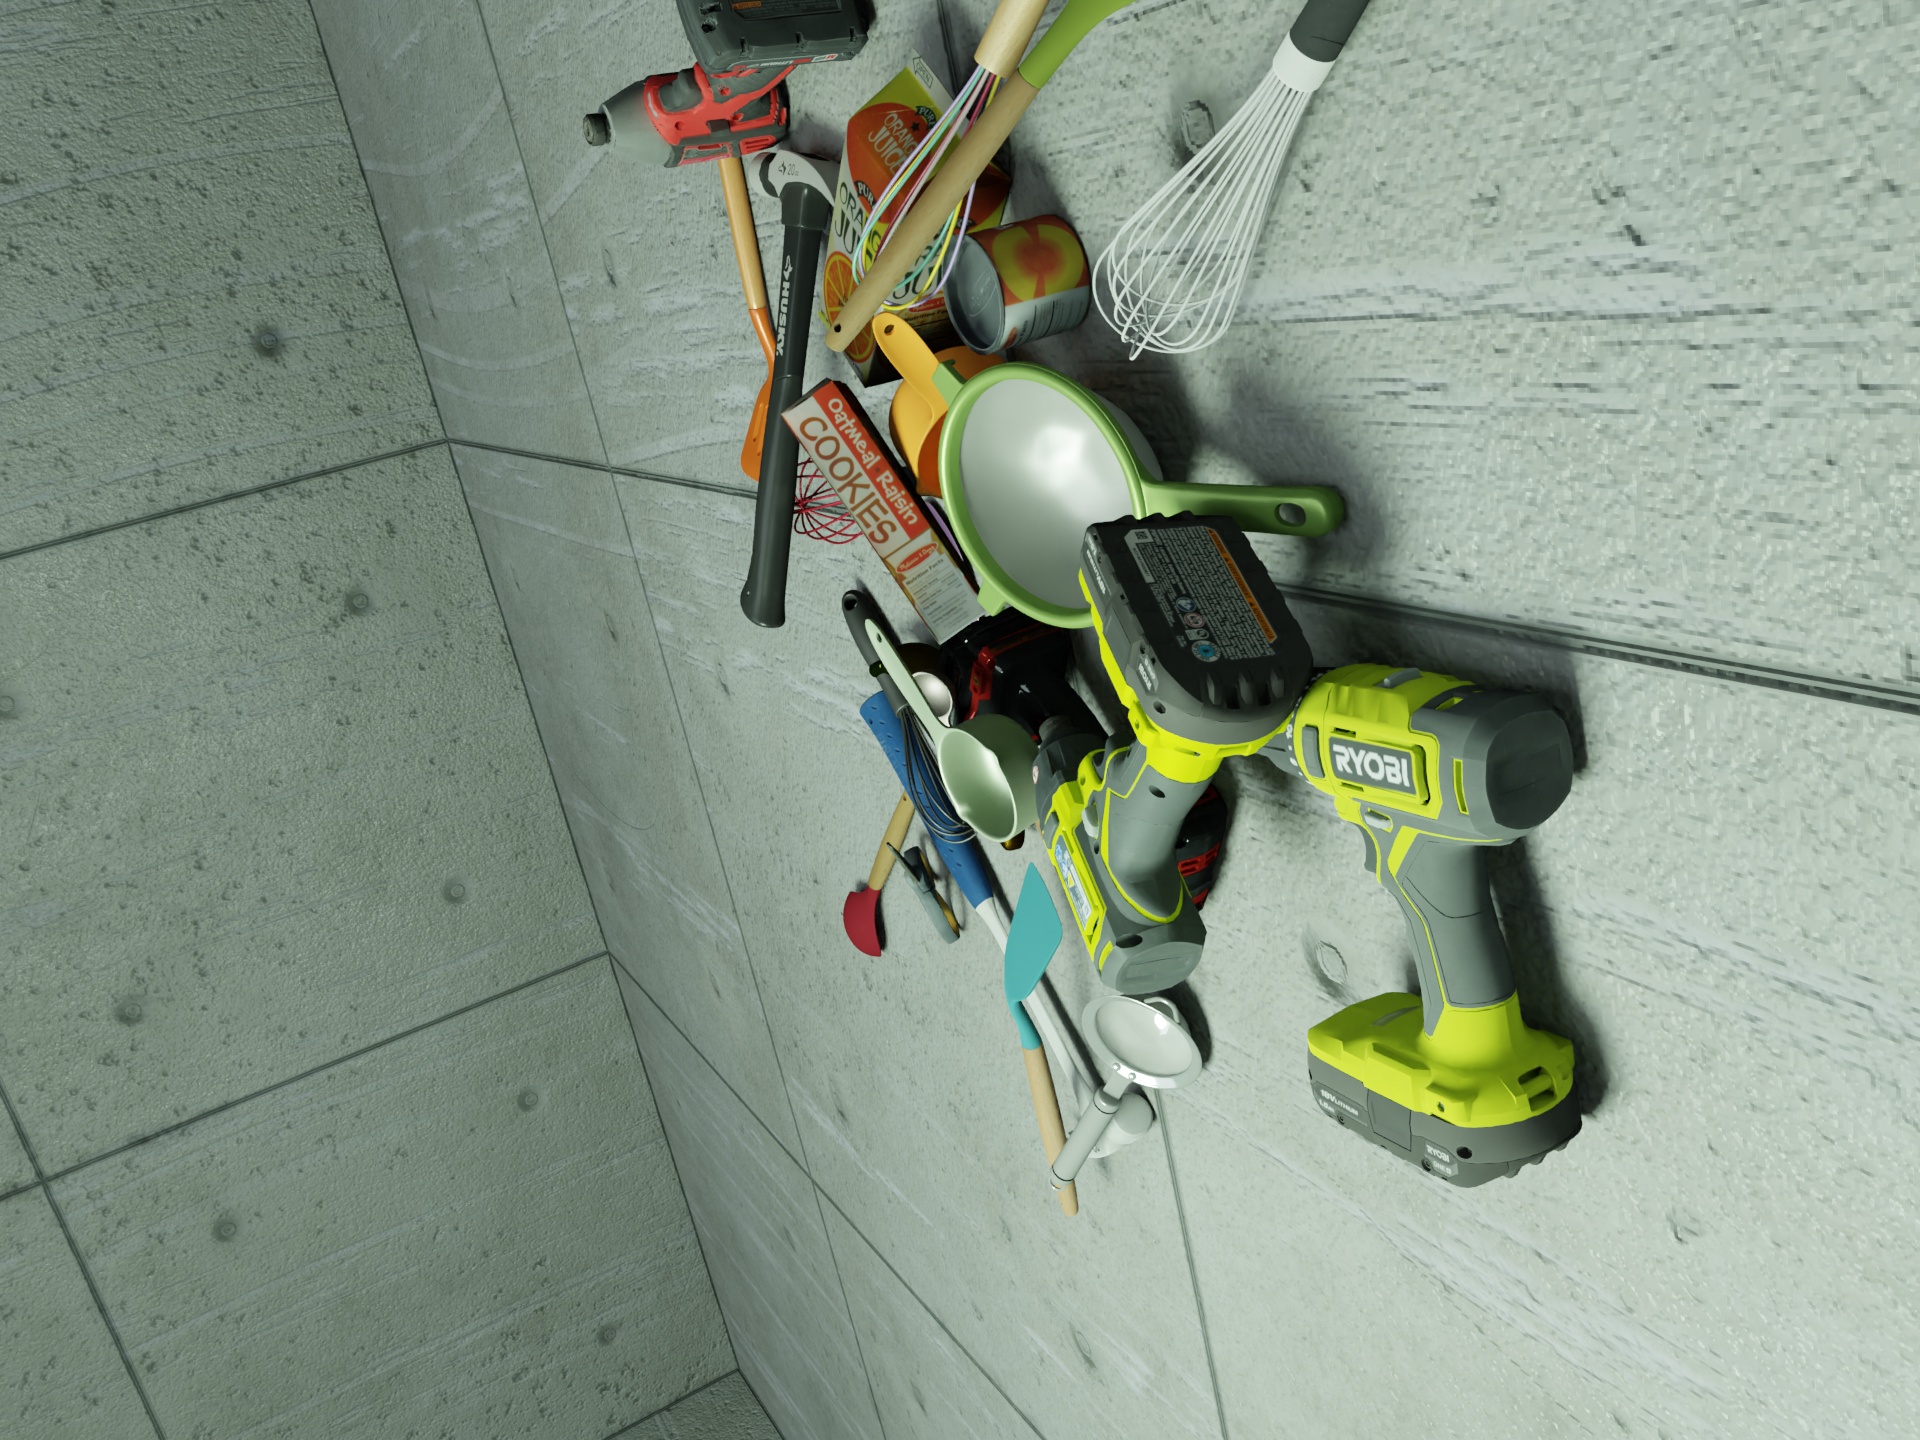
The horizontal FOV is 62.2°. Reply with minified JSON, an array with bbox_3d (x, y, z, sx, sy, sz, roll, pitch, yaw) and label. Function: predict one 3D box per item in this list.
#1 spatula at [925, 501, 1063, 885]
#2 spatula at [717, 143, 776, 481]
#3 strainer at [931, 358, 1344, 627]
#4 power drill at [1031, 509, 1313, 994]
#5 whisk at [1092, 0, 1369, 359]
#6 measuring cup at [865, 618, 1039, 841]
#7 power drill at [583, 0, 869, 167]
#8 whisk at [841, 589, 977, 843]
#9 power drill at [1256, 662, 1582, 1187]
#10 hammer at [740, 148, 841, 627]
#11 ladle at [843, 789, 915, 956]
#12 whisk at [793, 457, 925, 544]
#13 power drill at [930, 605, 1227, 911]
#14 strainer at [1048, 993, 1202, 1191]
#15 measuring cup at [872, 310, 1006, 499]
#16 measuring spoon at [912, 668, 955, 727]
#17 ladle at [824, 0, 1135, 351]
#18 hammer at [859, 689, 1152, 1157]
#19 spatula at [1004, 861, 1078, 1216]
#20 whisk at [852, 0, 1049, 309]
[{"bbox_3d":[0.030,-0.008,1.129,0.316,0.018,0.060,68,154,5],"label":"spatula"},{"bbox_3d":[-0.174,-0.350,1.262,0.081,0.041,0.322,31,135,56],"label":"spatula"},{"bbox_3d":[0.100,-0.125,0.845,0.256,0.069,0.151,11,122,43],"label":"strainer"},{"bbox_3d":[0.090,0.009,0.808,0.223,0.080,0.171,103,154,-46],"label":"power drill"},{"bbox_3d":[0.131,-0.253,0.671,0.070,0.070,0.284,61,150,17],"label":"whisk"},{"bbox_3d":[-0.002,-0.003,0.979,0.168,0.038,0.083,55,151,18],"label":"measuring cup"},{"bbox_3d":[-0.159,-0.428,1.041,0.220,0.143,0.078,-10,97,64],"label":"power drill"},{"bbox_3d":[-0.043,-0.008,1.255,0.239,0.055,0.055,63,156,25],"label":"whisk"},{"bbox_3d":[0.205,0.083,0.754,0.191,0.080,0.228,16,121,62],"label":"power drill"},{"bbox_3d":[-0.122,-0.230,1.136,0.146,0.035,0.334,31,119,53],"label":"hammer"},{"bbox_3d":[-0.072,0.139,1.463,0.069,0.031,0.315,59,153,23],"label":"ladle"},{"bbox_3d":[-0.052,-0.166,1.128,0.296,0.073,0.073,4,113,58],"label":"whisk"},{"bbox_3d":[0.074,0.053,1.017,0.227,0.080,0.187,50,151,31],"label":"power drill"},{"bbox_3d":[0.105,0.256,1.104,0.087,0.050,0.258,31,131,10],"label":"strainer"},{"bbox_3d":[-0.018,-0.198,0.928,0.052,0.095,0.173,57,-172,33],"label":"measuring cup"},{"bbox_3d":[0.000,0.019,1.028,0.034,0.018,0.124,-4,119,38],"label":"measuring spoon"},{"bbox_3d":[0.010,-0.289,0.763,0.320,0.062,0.078,-44,69,40],"label":"ladle"},{"bbox_3d":[0.022,0.157,1.260,0.406,0.035,0.144,62,155,17],"label":"hammer"},{"bbox_3d":[0.067,0.250,1.156,0.082,0.044,0.317,-115,11,-57],"label":"spatula"},{"bbox_3d":[0.004,-0.317,0.816,0.245,0.051,0.047,-57,38,36],"label":"whisk"}]
